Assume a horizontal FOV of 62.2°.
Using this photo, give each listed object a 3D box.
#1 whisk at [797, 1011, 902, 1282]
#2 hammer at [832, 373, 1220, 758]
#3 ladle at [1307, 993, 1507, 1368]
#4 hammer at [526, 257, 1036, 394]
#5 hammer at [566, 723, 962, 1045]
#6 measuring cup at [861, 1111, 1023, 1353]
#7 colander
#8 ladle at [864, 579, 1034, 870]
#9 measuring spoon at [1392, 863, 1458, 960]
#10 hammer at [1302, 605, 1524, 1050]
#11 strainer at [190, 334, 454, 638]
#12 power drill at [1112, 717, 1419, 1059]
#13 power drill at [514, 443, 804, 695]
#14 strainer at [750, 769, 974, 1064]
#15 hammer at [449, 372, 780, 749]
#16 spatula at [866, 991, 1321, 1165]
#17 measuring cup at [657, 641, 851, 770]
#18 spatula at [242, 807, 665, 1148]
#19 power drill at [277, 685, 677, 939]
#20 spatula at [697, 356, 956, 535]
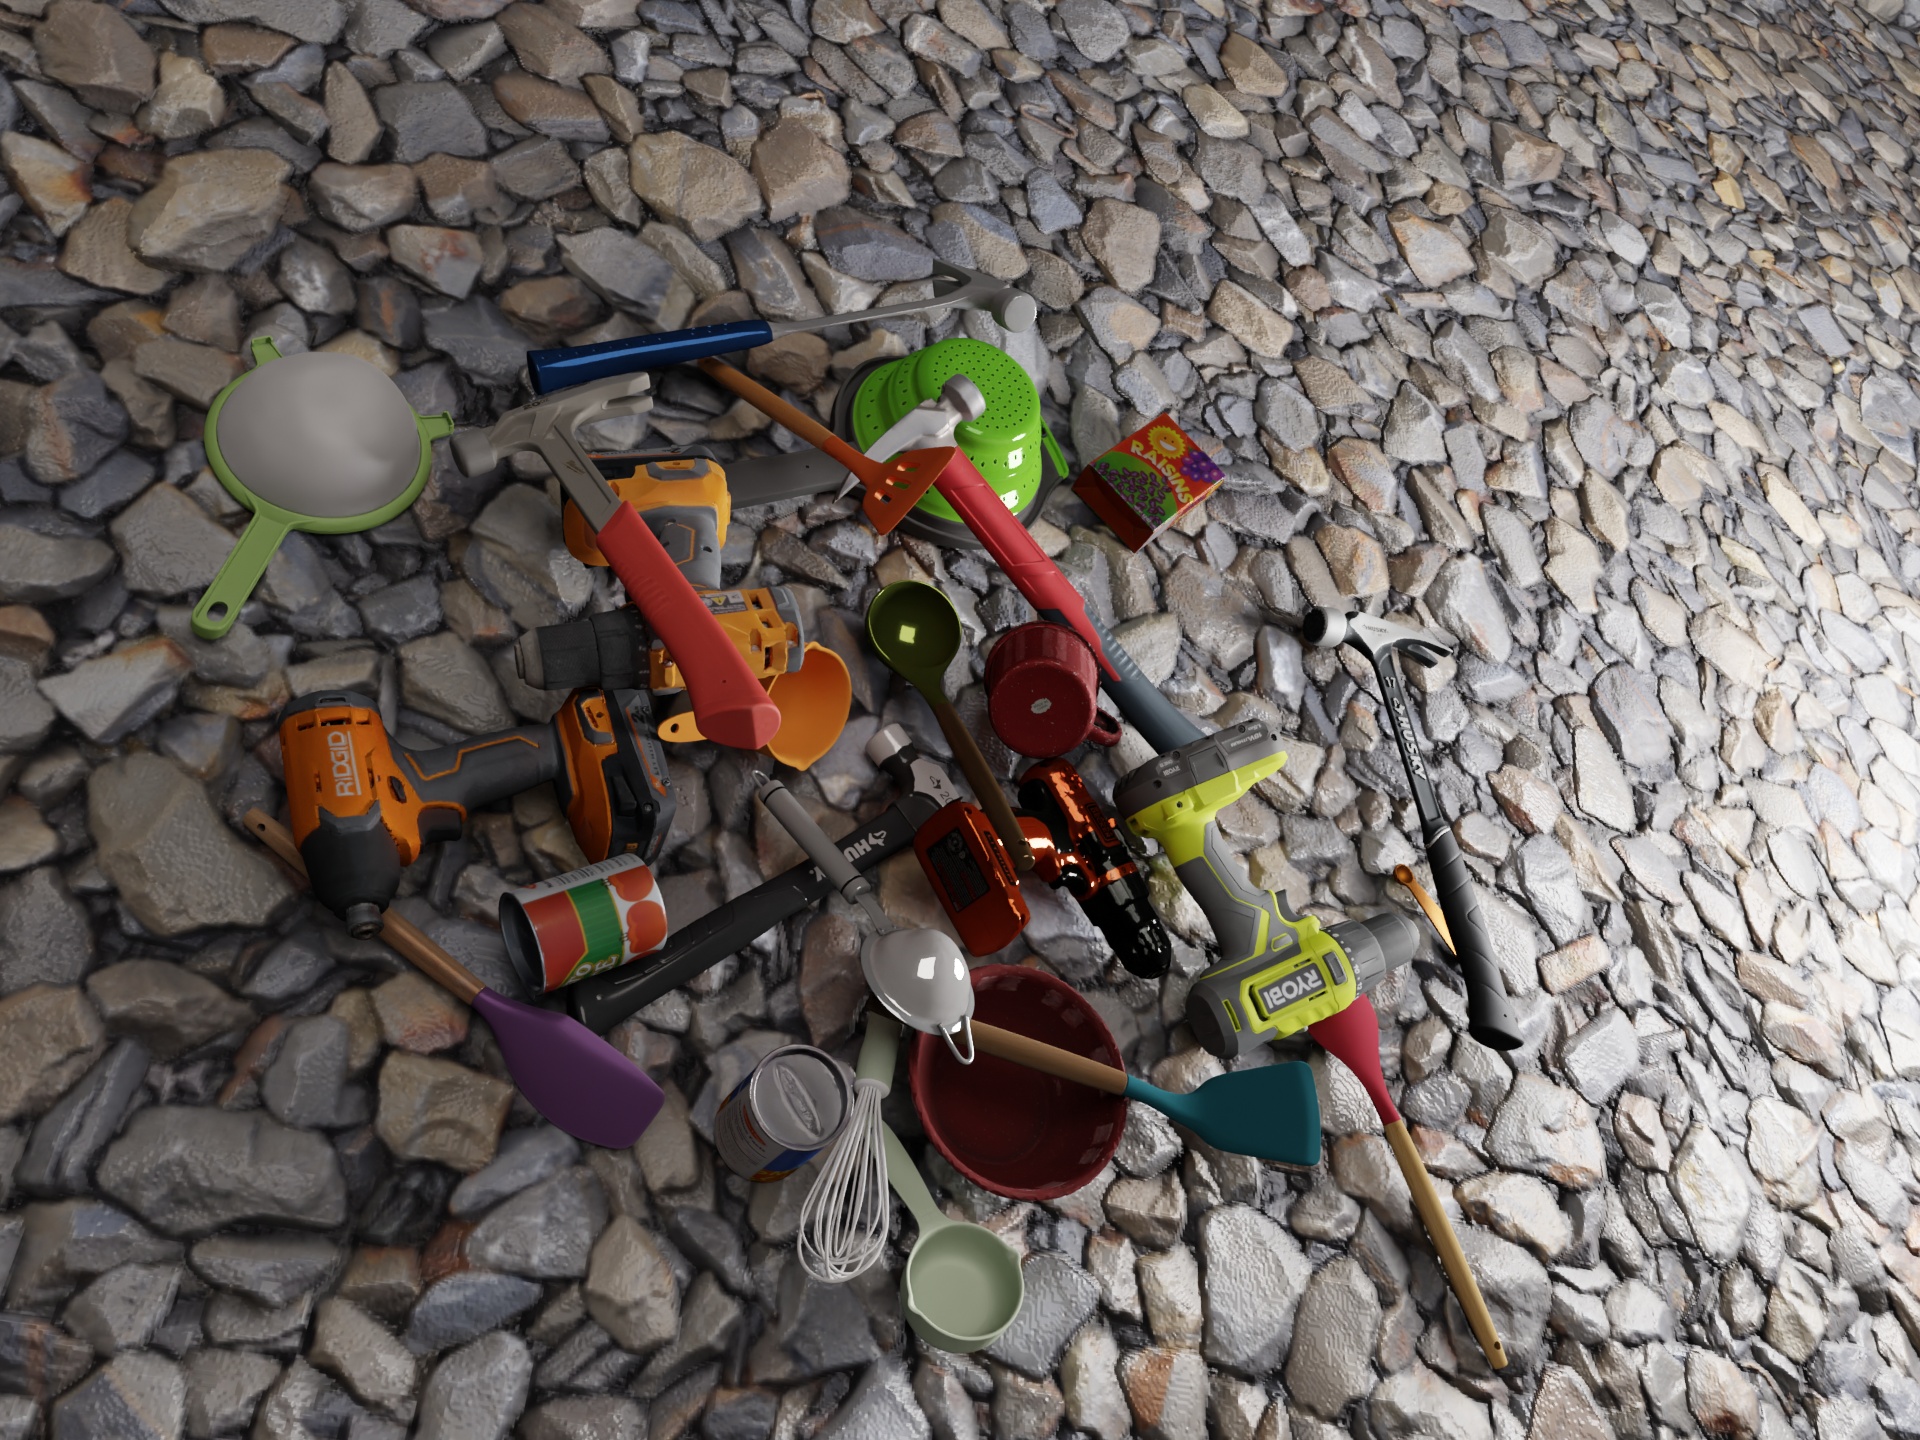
[{"bbox_3d":[-0.060,0.248,1.037,0.059,0.057,0.247,-7,45,18],"label":"whisk"},{"bbox_3d":[0.068,-0.082,1.265,0.143,0.038,0.386,-42,98,-10],"label":"hammer"},{"bbox_3d":[0.336,0.330,1.202,0.069,0.031,0.316,-12,69,-28],"label":"ladle"},{"bbox_3d":[-0.149,-0.320,1.299,0.405,0.035,0.144,-15,33,-20],"label":"hammer"},{"bbox_3d":[-0.123,0.128,1.092,0.335,0.035,0.146,-29,77,-35],"label":"hammer"},{"bbox_3d":[-0.024,0.329,1.027,0.083,0.038,0.168,-16,53,-30],"label":"measuring cup"},{"bbox_3d":[-0.065,-0.233,1.296,0.397,0.094,0.205,-17,70,-33],"label":"colander"},{"bbox_3d":[-0.002,-0.004,1.134,0.078,0.062,0.320,3,31,-21],"label":"ladle"},{"bbox_3d":[0.400,0.171,1.338,0.021,0.011,0.117,-29,81,-41],"label":"measuring spoon"},{"bbox_3d":[0.407,0.084,1.365,0.149,0.036,0.409,6,58,-27],"label":"hammer"},{"bbox_3d":[-0.456,-0.169,1.083,0.151,0.069,0.257,23,53,-12],"label":"strainer"},{"bbox_3d":[0.232,0.121,1.213,0.190,0.080,0.228,-20,80,-19],"label":"power drill"},{"bbox_3d":[-0.224,-0.099,1.099,0.185,0.084,0.226,-9,42,-19],"label":"power drill"},{"bbox_3d":[-0.065,0.117,1.056,0.259,0.050,0.087,46,30,26],"label":"strainer"},{"bbox_3d":[-0.202,-0.110,1.032,0.149,0.036,0.359,-24,50,-21],"label":"hammer"},{"bbox_3d":[0.090,0.228,1.059,0.317,0.044,0.082,20,43,-12],"label":"spatula"},{"bbox_3d":[-0.155,-0.010,1.113,0.052,0.095,0.173,19,20,39],"label":"measuring cup"},{"bbox_3d":[-0.319,0.156,0.983,0.316,0.018,0.060,38,88,2],"label":"spatula"},{"bbox_3d":[-0.302,0.055,1.007,0.226,0.084,0.164,-4,55,-28],"label":"power drill"},{"bbox_3d":[-0.117,-0.225,1.208,0.081,0.041,0.323,-50,52,-3],"label":"spatula"}]
